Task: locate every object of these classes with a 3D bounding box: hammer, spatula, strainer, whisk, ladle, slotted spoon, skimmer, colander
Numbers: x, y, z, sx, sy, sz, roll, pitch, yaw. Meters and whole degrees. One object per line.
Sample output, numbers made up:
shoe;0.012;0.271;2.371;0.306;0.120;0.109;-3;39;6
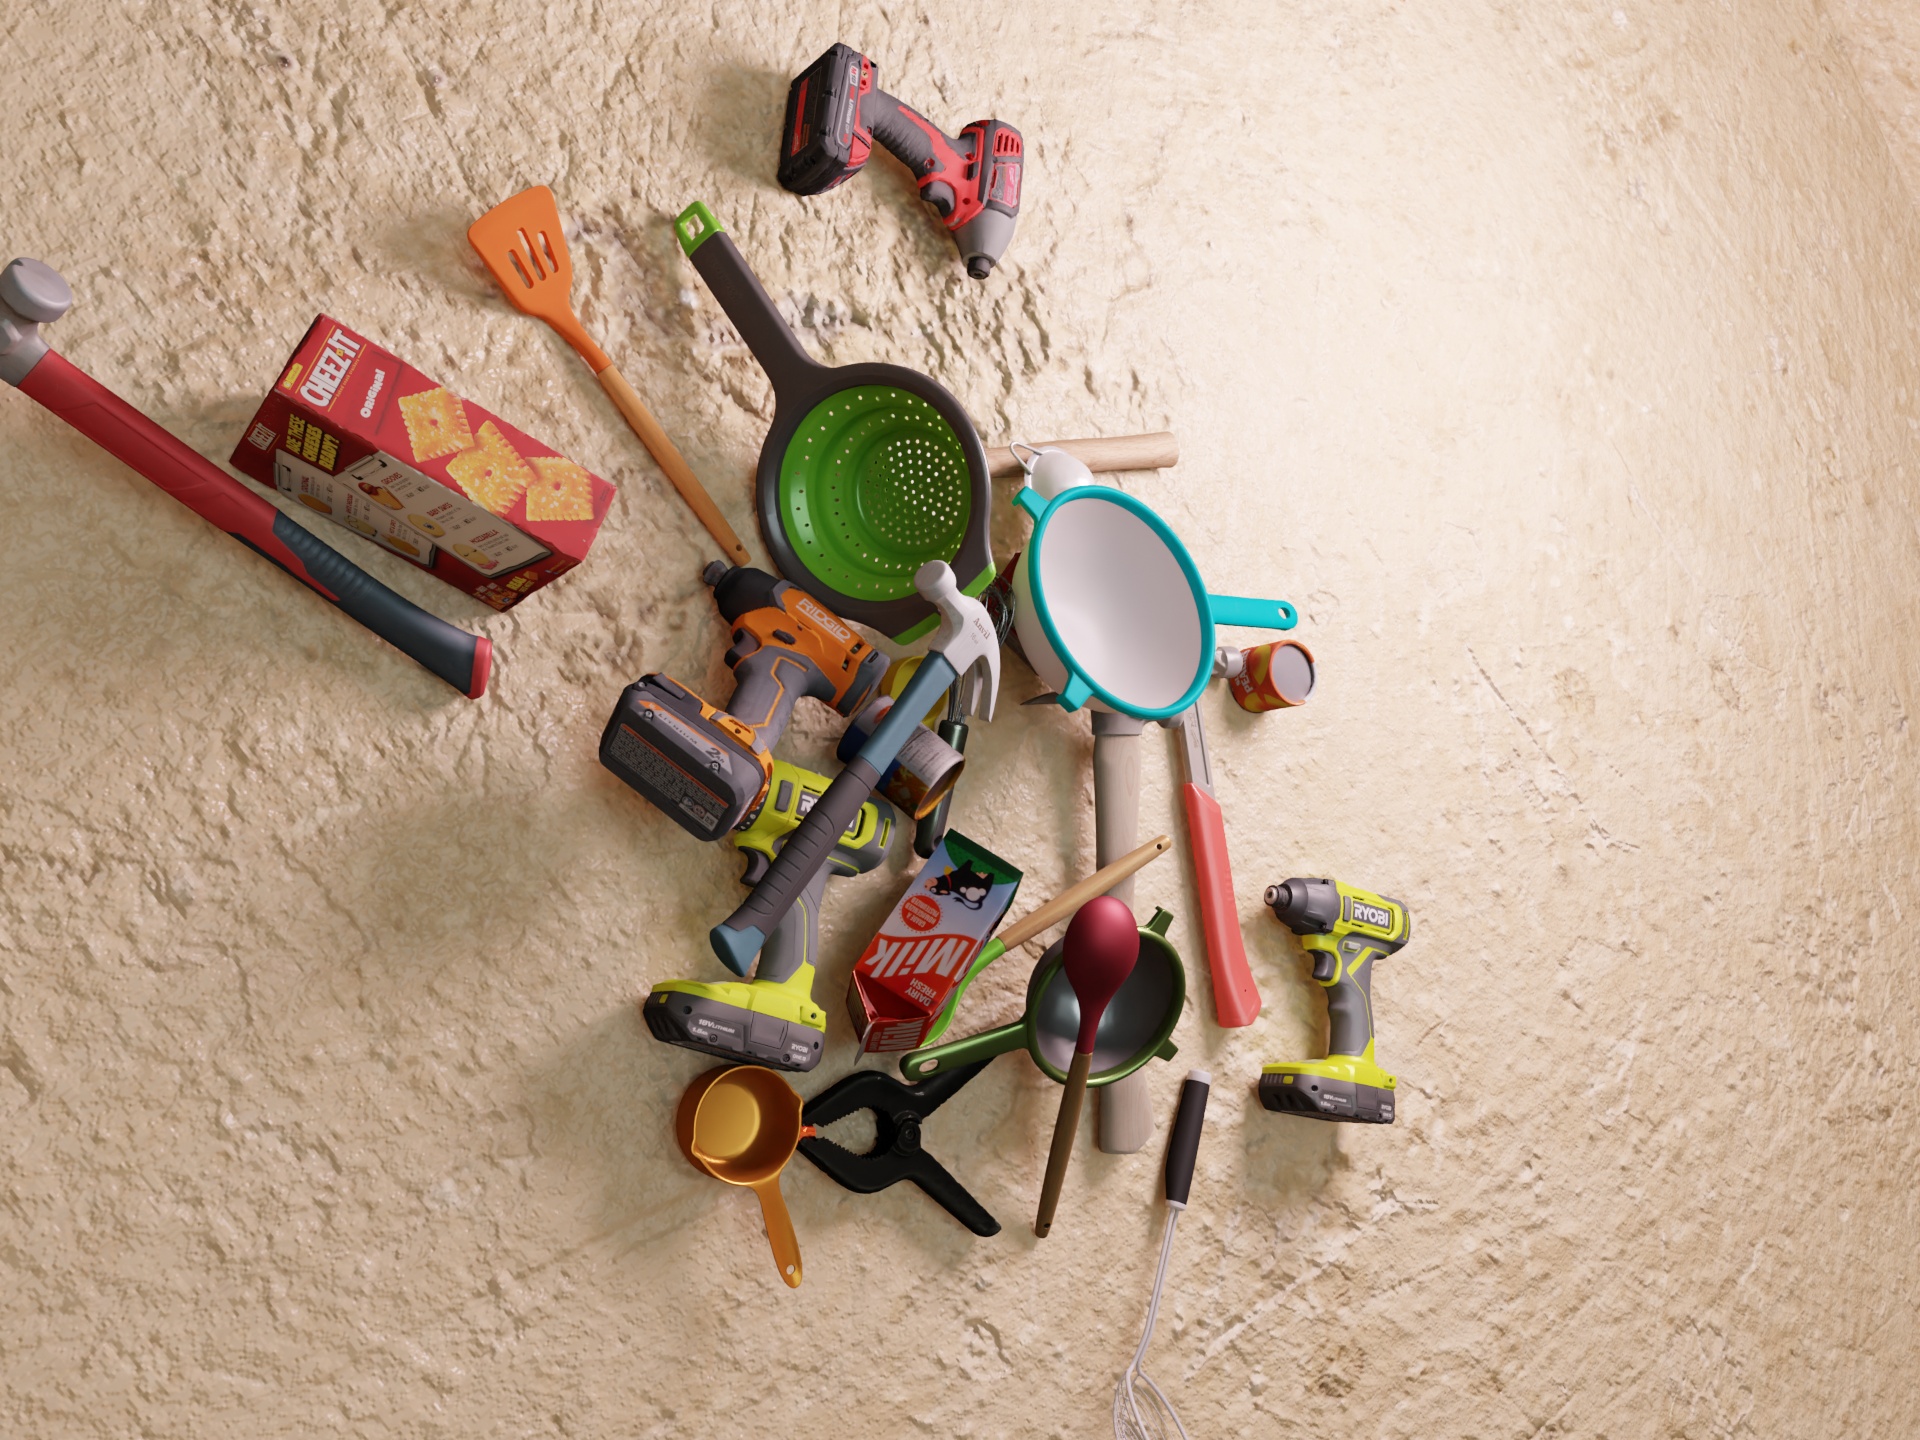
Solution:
hammer;-0.479;-0.124;1.051;0.385;0.143;0.038;41;26;-32
spatula;-0.258;-0.254;1.231;0.081;0.041;0.322;-44;108;-30
strainer;0.163;-0.088;1.410;0.340;0.095;0.211;1;71;-41
hammer;0.225;0.108;1.489;0.149;0.037;0.359;-5;85;-33
whisk;-0.002;-0.004;1.323;0.057;0.059;0.246;8;95;-64
ladle;0.094;0.292;1.305;0.069;0.031;0.315;2;110;-22
slotted spoon;0.056;0.178;1.343;0.314;0.031;0.070;-30;91;-21
strainer;0.130;-0.160;1.443;0.258;0.050;0.087;51;50;-33
strainer;0.062;0.241;1.325;0.256;0.069;0.151;-14;115;-18
hammer;-0.078;0.044;1.183;0.331;0.033;0.128;-54;134;-16
hammer;0.127;0.173;1.407;0.146;0.038;0.411;1;86;-14
skimmer;0.203;0.491;1.387;0.127;0.090;0.363;46;54;-55
colander;-0.101;-0.252;1.298;0.397;0.204;0.094;57;23;5
hammer;0.069;-0.234;1.442;0.331;0.031;0.130;-10;88;-34

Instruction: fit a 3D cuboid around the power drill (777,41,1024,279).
power drill;-0.042;-0.480;1.384;0.219;0.078;0.143;14;76;-33

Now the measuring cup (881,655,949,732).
measuring cup;-0.035;0.022;1.348;0.062;0.029;0.156;-13;102;-34

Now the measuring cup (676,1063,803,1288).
measuring cup;-0.158;0.343;1.201;0.095;0.052;0.173;-19;95;-33

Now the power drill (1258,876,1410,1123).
power drill;0.353;0.266;1.527;0.171;0.080;0.223;17;70;-30

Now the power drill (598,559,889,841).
power drill;-0.170;-0.029;1.197;0.164;0.084;0.226;38;42;2

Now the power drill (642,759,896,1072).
power drill;-0.161;0.139;1.215;0.190;0.080;0.229;22;69;-26
